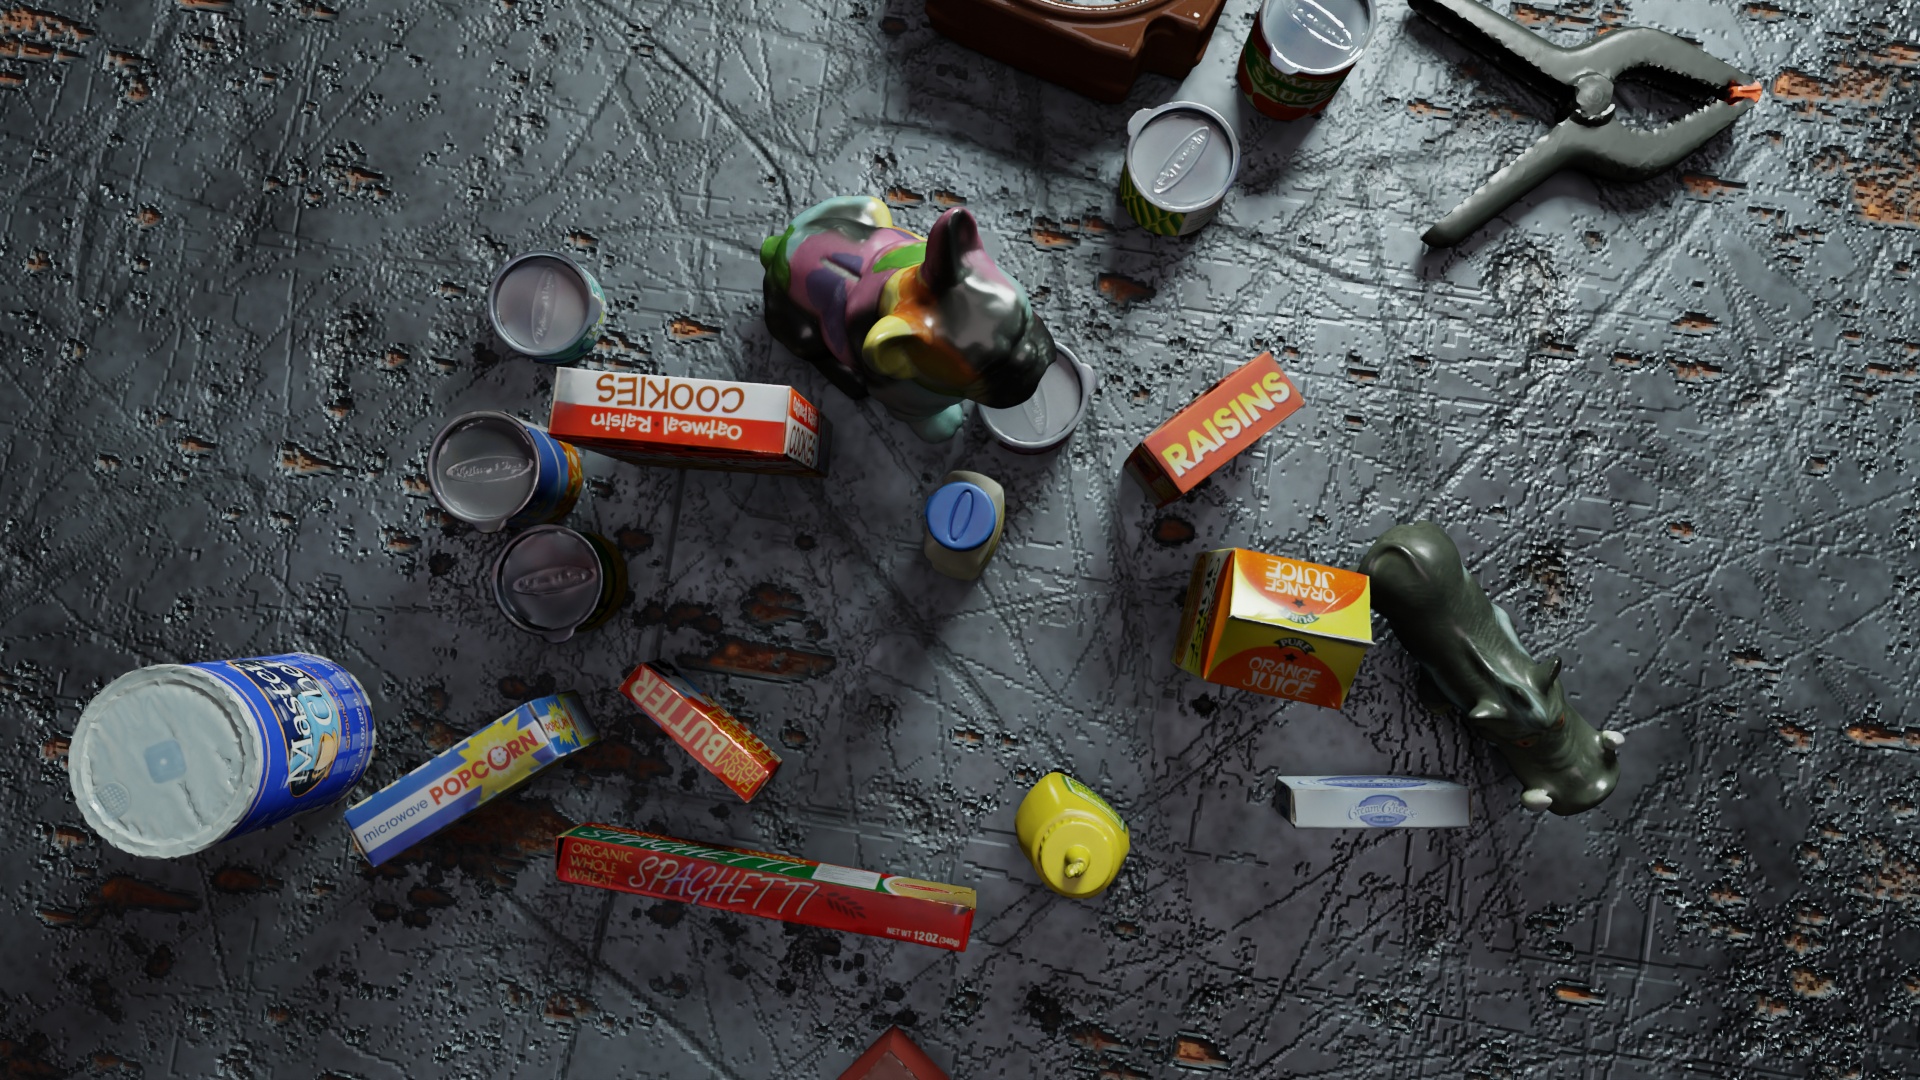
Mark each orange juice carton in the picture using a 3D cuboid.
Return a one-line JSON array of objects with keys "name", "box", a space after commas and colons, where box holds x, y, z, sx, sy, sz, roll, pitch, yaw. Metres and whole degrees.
[{"name": "orange juice carton", "box": [0.168, 0.046, 0.759, 0.072, 0.192, 0.073, 13, 89, 2]}]

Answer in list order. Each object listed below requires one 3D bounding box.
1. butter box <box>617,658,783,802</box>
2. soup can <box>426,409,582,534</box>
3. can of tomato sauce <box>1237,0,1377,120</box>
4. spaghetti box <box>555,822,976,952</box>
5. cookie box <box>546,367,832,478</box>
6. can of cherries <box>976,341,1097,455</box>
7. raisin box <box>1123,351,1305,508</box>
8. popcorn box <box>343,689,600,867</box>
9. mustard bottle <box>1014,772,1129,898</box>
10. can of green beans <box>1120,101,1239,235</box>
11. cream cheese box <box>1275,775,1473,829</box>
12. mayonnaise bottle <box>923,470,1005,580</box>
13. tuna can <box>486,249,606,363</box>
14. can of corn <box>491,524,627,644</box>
[{"name": "butter box", "box": [-0.155, 0.113, 0.836, 0.103, 0.053, 0.024, 40, 90, 3]}, {"name": "soup can", "box": [-0.270, -0.038, 0.831, 0.071, 0.084, 0.071, 0, 88, 2]}, {"name": "can of tomato sauce", "box": [0.204, -0.293, 0.827, 0.071, 0.083, 0.071, 0, 88, 2]}, {"name": "spaghetti box", "box": [-0.116, 0.206, 0.833, 0.250, 0.050, 0.028, 9, 88, 2]}, {"name": "cookie box", "box": [-0.145, -0.062, 0.786, 0.123, 0.167, 0.040, 4, 88, 2]}, {"name": "can of cherries", "box": [0.045, -0.086, 0.836, 0.071, 0.058, 0.071, 0, 88, 2]}, {"name": "raisin box", "box": [0.142, -0.061, 0.799, 0.086, 0.123, 0.040, -36, 87, 0]}, {"name": "popcorn box", "box": [-0.286, 0.139, 0.823, 0.127, 0.085, 0.038, -31, 87, 0]}, {"name": "mustard bottle", "box": [0.064, 0.168, 0.774, 0.065, 0.160, 0.049, 36, 90, 3]}, {"name": "can of green beans", "box": [0.131, -0.223, 0.839, 0.071, 0.058, 0.071, 0, 88, 2]}, {"name": "cream cheese box", "box": [0.242, 0.154, 0.822, 0.104, 0.053, 0.024, -1, 88, 2]}, {"name": "mayonnaise bottle", "box": [0.003, -0.010, 0.789, 0.041, 0.148, 0.064, 18, 89, 2]}, {"name": "tuna can", "box": [-0.253, -0.144, 0.860, 0.071, 0.033, 0.071, 0, 88, 2]}, {"name": "can of corn", "box": [-0.240, 0.027, 0.840, 0.071, 0.058, 0.071, 0, 88, 2]}]
